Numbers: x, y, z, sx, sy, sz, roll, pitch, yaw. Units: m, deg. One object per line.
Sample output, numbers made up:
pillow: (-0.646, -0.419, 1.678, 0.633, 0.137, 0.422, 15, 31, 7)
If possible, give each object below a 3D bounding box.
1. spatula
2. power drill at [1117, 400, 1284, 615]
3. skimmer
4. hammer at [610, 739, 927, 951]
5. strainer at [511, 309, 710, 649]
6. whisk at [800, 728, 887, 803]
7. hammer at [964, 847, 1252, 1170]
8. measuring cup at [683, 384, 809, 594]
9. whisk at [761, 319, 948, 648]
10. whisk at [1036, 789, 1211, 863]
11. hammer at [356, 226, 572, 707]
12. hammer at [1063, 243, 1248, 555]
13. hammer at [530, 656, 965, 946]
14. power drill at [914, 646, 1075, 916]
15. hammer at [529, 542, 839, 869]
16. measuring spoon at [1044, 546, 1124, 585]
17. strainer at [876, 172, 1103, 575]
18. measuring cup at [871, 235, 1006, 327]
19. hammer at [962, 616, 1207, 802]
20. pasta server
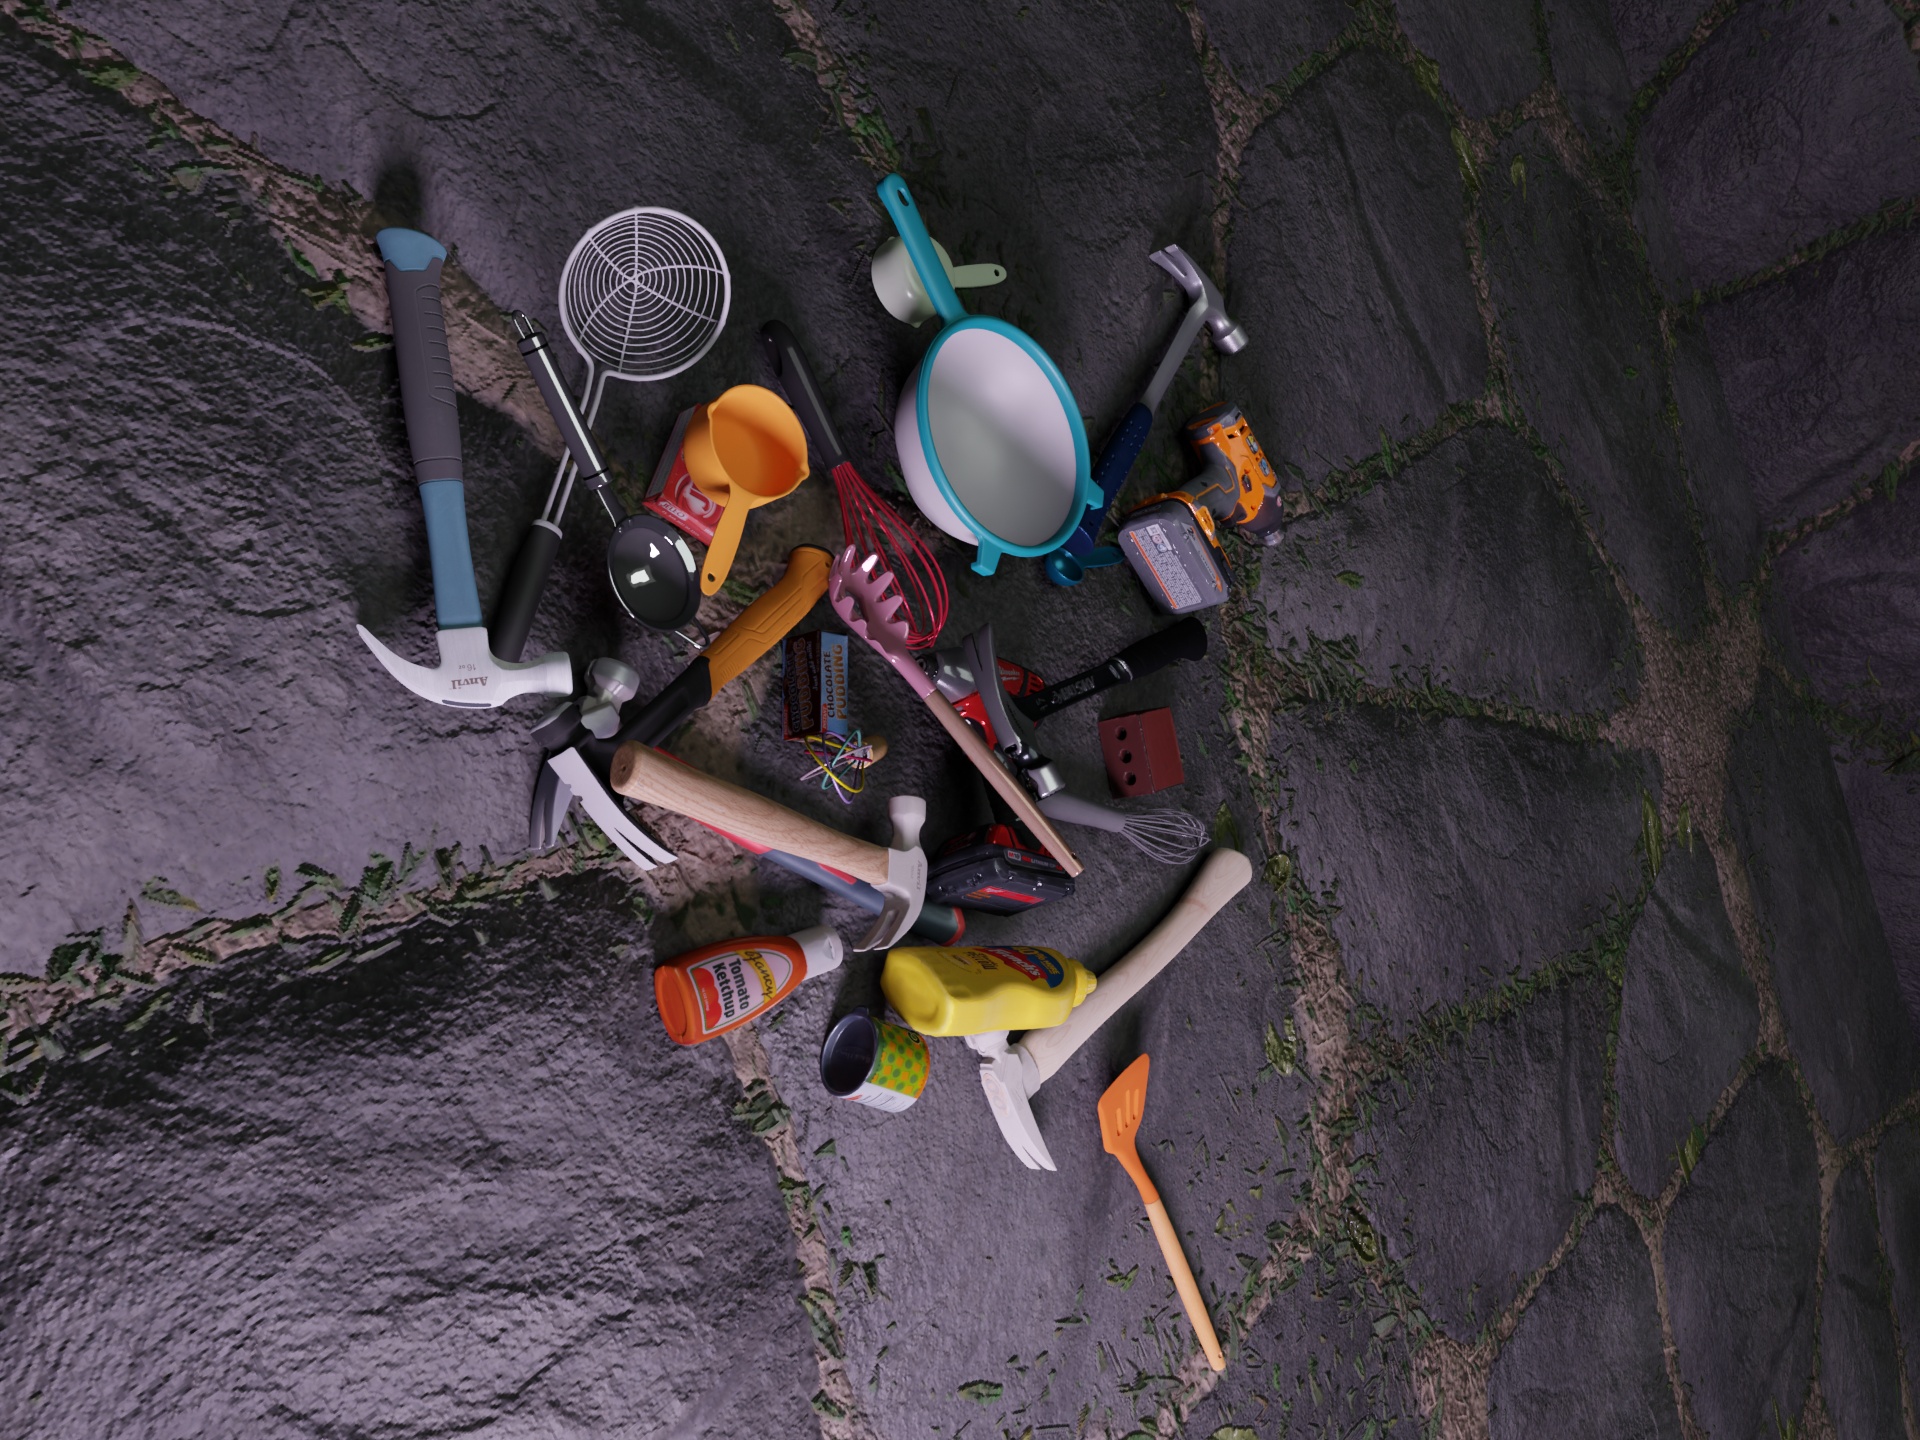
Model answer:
spatula: (0.190, 0.460, 1.456, 0.081, 0.041, 0.322, -33, 106, -43)
power drill: (0.261, -0.205, 1.625, 0.164, 0.084, 0.226, 56, 46, -21)
skimmer: (-0.259, -0.193, 1.120, 0.127, 0.090, 0.363, 31, 62, -39)
hammer: (-0.124, 0.080, 1.133, 0.331, 0.031, 0.130, 29, 56, -52)
strainer: (-0.245, -0.159, 1.090, 0.087, 0.050, 0.258, -51, 124, -50)
whisk: (-0.081, 0.023, 1.191, 0.047, 0.245, 0.051, 18, 94, 4)
hammer: (0.160, 0.242, 1.473, 0.410, 0.038, 0.146, -33, 107, -42)
measuring cup: (-0.175, -0.165, 1.179, 0.095, 0.052, 0.174, 30, 63, -34)
whisk: (-0.089, -0.192, 1.306, 0.073, 0.073, 0.296, -33, 100, -42)
whisk: (0.143, 0.092, 1.483, 0.238, 0.055, 0.055, 17, 71, -35)
hammer: (-0.344, -0.169, 1.052, 0.128, 0.033, 0.331, -8, 81, -17)
hammer: (0.183, -0.320, 1.593, 0.144, 0.035, 0.406, 49, 51, -26)
hammer: (-0.144, 0.103, 1.209, 0.386, 0.038, 0.143, 33, 62, -35)
power drill: (0.021, 0.044, 1.331, 0.143, 0.078, 0.220, 20, 56, -45)
hammer: (-0.173, -0.034, 1.166, 0.127, 0.034, 0.337, 55, 39, -15)
measuring spoon: (0.118, -0.149, 1.524, 0.128, 0.021, 0.042, -17, 70, -52)
strainer: (-0.015, -0.293, 1.371, 0.211, 0.095, 0.340, -35, 104, -44)
measuring cup: (-0.007, -0.404, 1.435, 0.167, 0.038, 0.083, -19, 95, -42)
hammer: (0.132, -0.046, 1.445, 0.409, 0.036, 0.149, -24, 86, -56)
pasta server: (-0.002, -0.004, 1.261, 0.316, 0.040, 0.060, 50, 39, 0)
